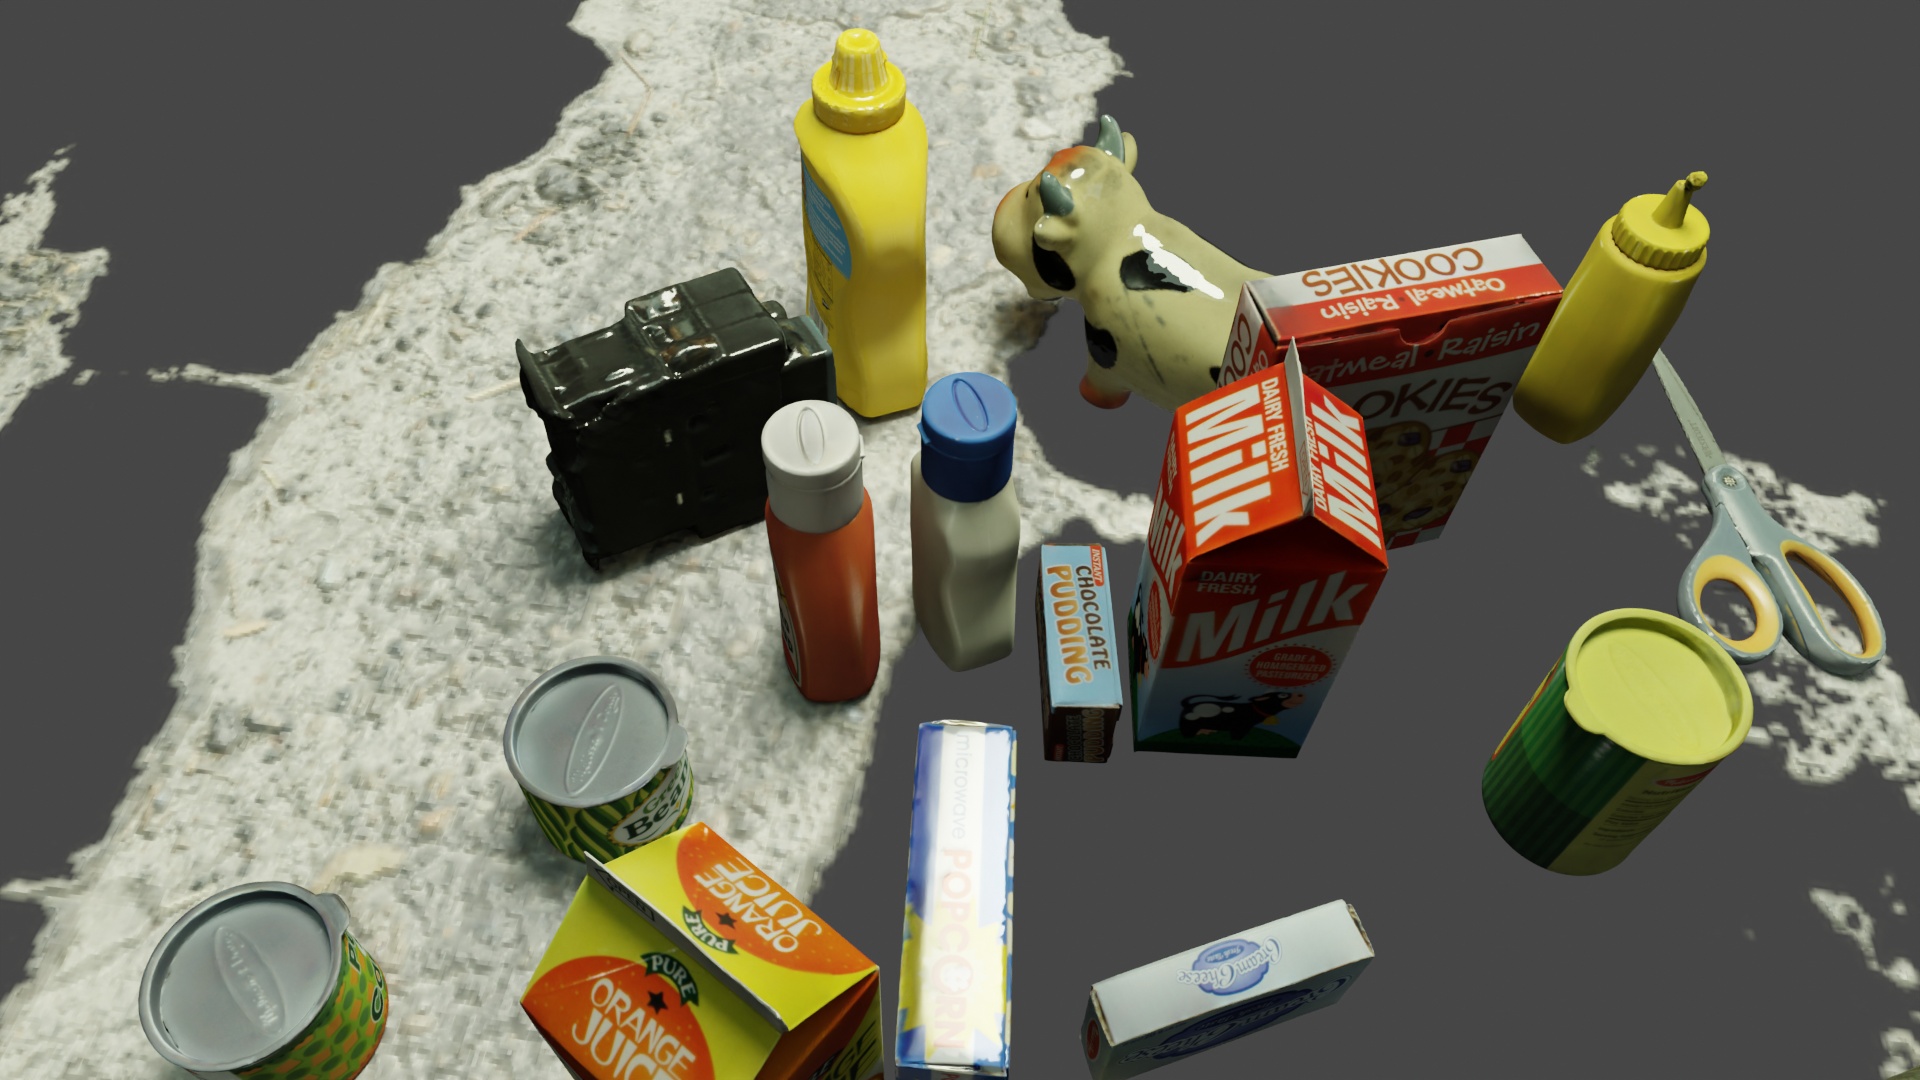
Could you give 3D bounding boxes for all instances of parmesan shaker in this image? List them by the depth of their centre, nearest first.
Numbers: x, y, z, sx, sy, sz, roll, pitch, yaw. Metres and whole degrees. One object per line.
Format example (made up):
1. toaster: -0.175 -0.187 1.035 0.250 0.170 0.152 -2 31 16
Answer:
1. parmesan shaker: 0.252 0.083 0.549 0.071 0.102 0.071 1 54 -1

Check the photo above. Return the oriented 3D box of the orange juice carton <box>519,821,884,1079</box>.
1. orange juice carton: -0.074 0.155 0.428 0.072 0.191 0.073 34 60 21

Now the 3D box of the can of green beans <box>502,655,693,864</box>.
1. can of green beans: -0.143 0.089 0.558 0.071 0.057 0.071 1 54 -1

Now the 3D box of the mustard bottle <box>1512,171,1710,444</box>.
1. mustard bottle: 0.316 -0.115 0.662 0.065 0.159 0.049 -36 63 -25

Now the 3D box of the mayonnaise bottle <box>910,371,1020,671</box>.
1. mayonnaise bottle: 0.002 -0.007 0.578 0.041 0.147 0.065 -16 56 -13

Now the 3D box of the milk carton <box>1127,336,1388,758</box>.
1. milk carton: 0.113 0.011 0.543 0.073 0.189 0.073 2 54 0

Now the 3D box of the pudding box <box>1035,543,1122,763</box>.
1. pudding box: 0.050 0.048 0.600 0.030 0.049 0.084 0 54 -2

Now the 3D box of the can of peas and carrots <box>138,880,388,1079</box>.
1. can of peas and carrots: -0.245 0.163 0.499 0.071 0.058 0.071 1 54 -1

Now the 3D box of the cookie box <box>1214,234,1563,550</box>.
1. cookie box: 0.171 -0.050 0.604 0.123 0.166 0.040 -12 55 -10

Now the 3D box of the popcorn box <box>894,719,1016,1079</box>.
1. popcorn box: -0.001 0.141 0.507 0.038 0.084 0.127 3 54 0

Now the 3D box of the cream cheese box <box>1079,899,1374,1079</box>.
1. cream cheese box: 0.096 0.167 0.511 0.104 0.053 0.024 -15 56 -12

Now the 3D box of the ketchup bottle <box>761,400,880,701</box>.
1. ketchup bottle: -0.056 0.004 0.567 0.043 0.148 0.065 -7 54 -7
